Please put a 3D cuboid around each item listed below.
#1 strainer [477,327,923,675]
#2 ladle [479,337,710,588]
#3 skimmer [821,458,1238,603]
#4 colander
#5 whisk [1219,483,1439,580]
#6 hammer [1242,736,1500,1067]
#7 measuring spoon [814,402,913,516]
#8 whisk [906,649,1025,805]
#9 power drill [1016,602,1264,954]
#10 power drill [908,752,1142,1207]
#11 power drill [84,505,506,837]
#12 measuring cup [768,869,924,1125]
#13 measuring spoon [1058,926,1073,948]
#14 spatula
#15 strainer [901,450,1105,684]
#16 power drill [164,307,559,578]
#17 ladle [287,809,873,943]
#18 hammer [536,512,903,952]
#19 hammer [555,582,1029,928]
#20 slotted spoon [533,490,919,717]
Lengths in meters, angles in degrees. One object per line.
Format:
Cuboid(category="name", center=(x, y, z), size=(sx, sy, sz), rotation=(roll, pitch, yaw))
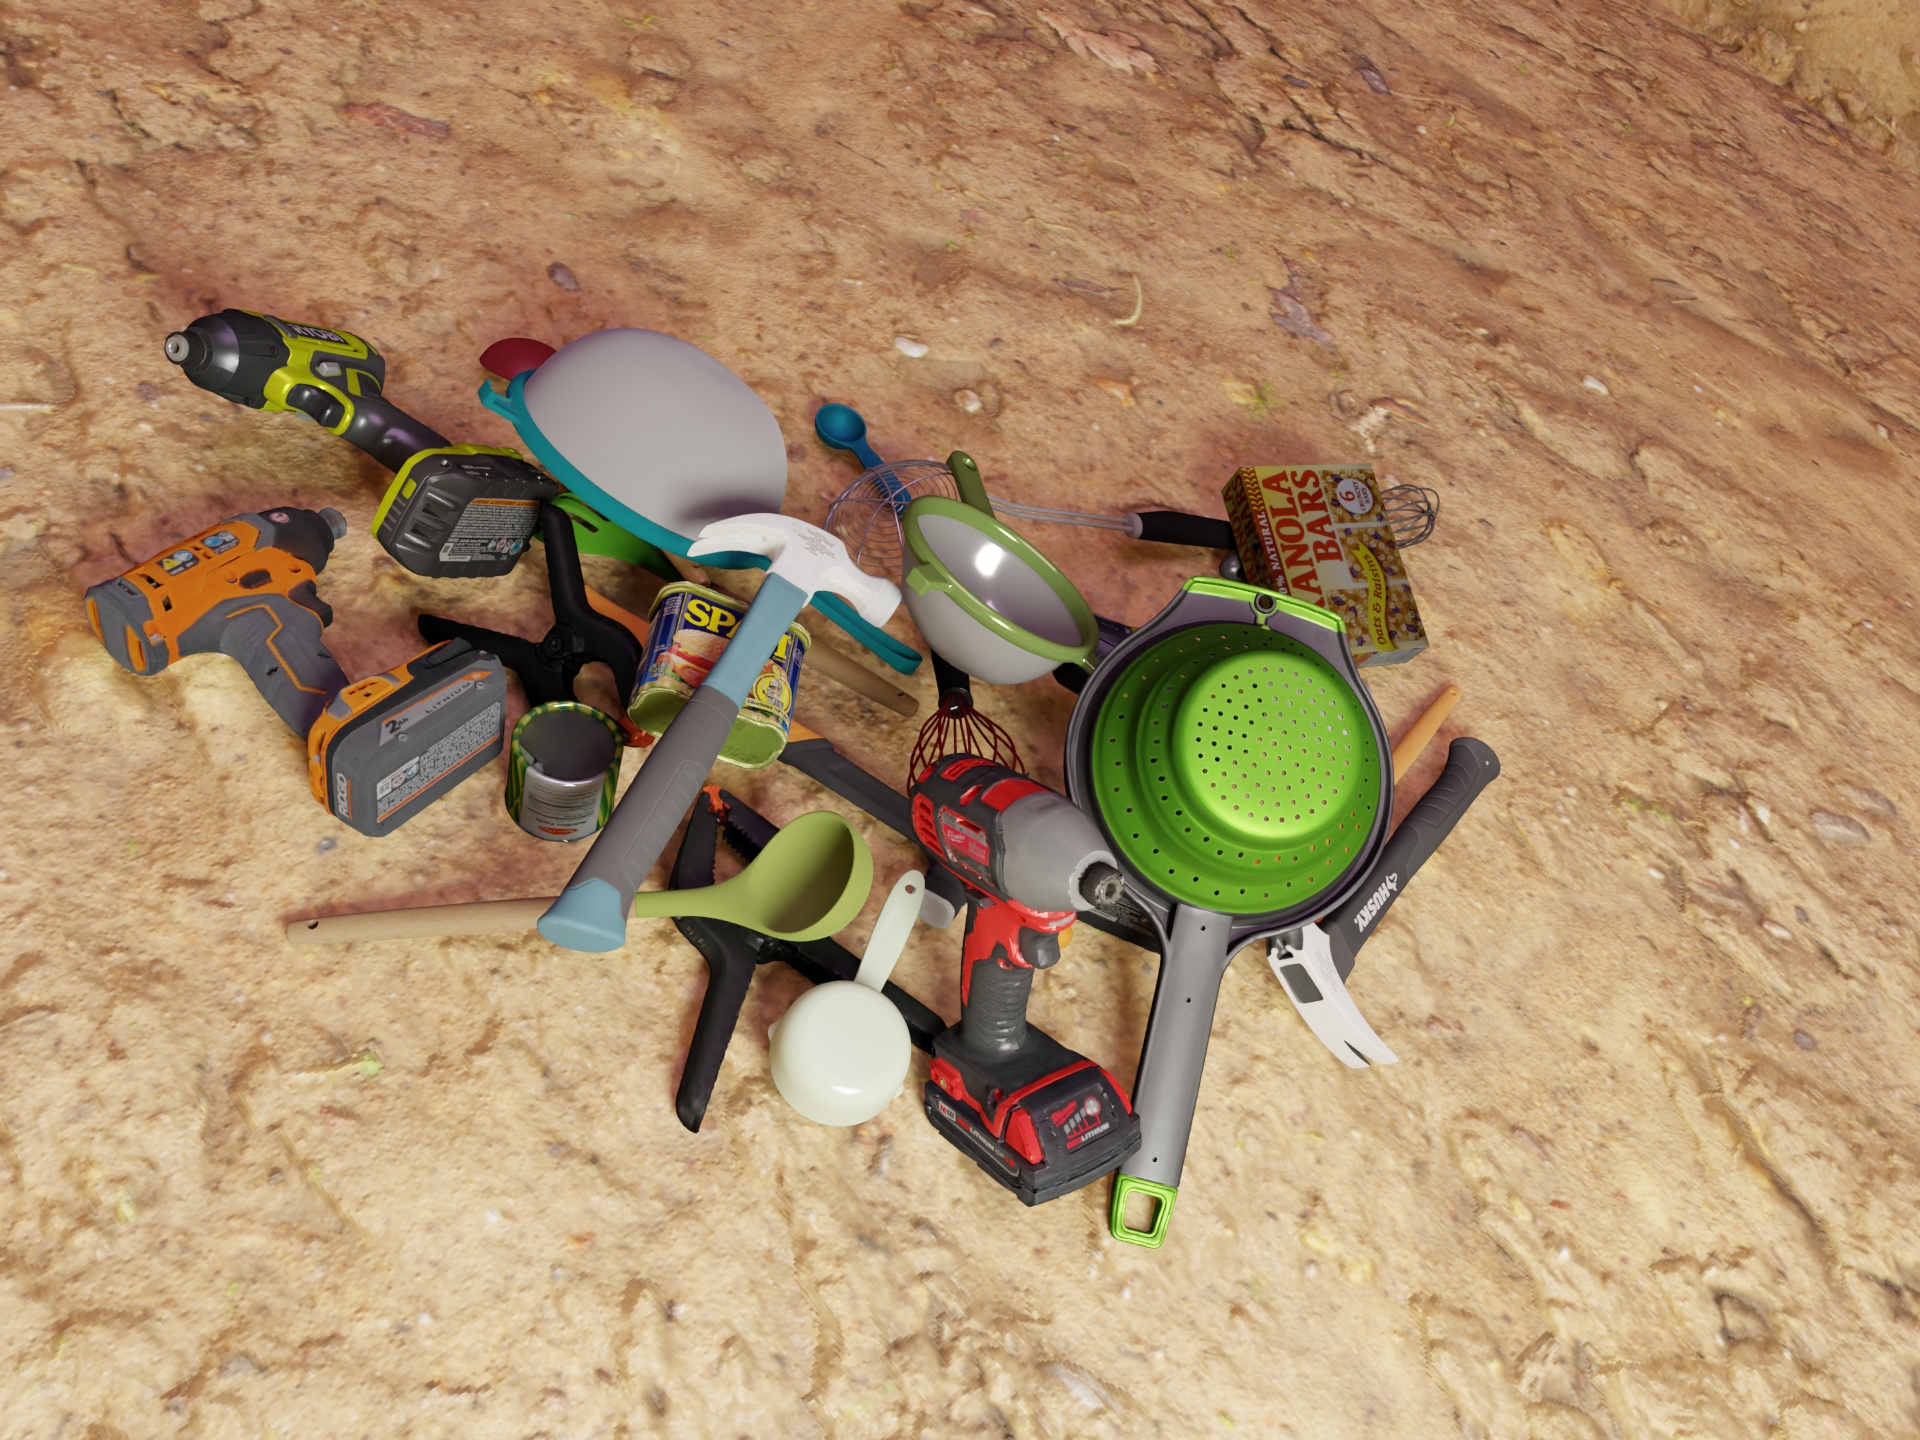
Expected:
Cuboid(category="strainer", center=(-0.145, -0.166, 1.092), size=(0.340, 0.095, 0.211), rotation=(37, 21, 0))
Cuboid(category="ladle", center=(-0.257, -0.191, 1.130), size=(0.069, 0.031, 0.316), rotation=(-10, 48, -40))
Cuboid(category="skimmer", center=(0.070, -0.138, 1.236), size=(0.363, 0.090, 0.127), rotation=(2, 52, -32))
Cuboid(category="colander", center=(0.148, 0.099, 0.902), size=(0.204, 0.094, 0.397), rotation=(15, 77, -3))
Cuboid(category="whisk", center=(0.310, -0.153, 1.326), size=(0.239, 0.055, 0.055), rotation=(-18, 59, -27))
Cuboid(category="hammer", center=(0.304, 0.100, 1.089), size=(0.335, 0.035, 0.146), rotation=(-35, 100, -46))
Cuboid(category="measuring spoon", center=(-0.072, -0.195, 1.245), size=(0.042, 0.021, 0.129), rotation=(-27, 73, -36))
Cuboid(category="whisk", center=(-0.002, -0.003, 1.022), size=(0.073, 0.073, 0.296), rotation=(13, 24, -9))
Cuboid(category="power drill", center=(0.113, 0.027, 1.061), size=(0.190, 0.080, 0.229), rotation=(24, 45, -18))
Cuboid(category="power drill", center=(0.036, 0.136, 0.845), size=(0.078, 0.219, 0.143), rotation=(-18, 26, -32))
Cuboid(category="power drill", center=(-0.382, -0.046, 0.959), size=(0.226, 0.084, 0.164), rotation=(33, 46, 14))
Cuboid(category="measuring cup", center=(-0.049, 0.146, 0.897), size=(0.083, 0.038, 0.168), rotation=(26, 55, -3))
Cuboid(category="measuring spoon", center=(0.033, 0.099, 0.998), size=(0.117, 0.011, 0.021), rotation=(48, 47, -12))
Cuboid(category="spatula", center=(0.299, 0.055, 1.161), size=(0.081, 0.041, 0.322), rotation=(38, 45, 14))
Cuboid(category="strainer", center=(0.004, -0.101, 1.060), size=(0.151, 0.069, 0.257), rotation=(27, 26, -25))
Cuboid(category="power drill", center=(-0.391, -0.187, 1.039), size=(0.223, 0.080, 0.171), rotation=(37, 15, 11))
Cuboid(category="ladle", center=(-0.208, 0.098, 0.882), size=(0.320, 0.062, 0.078), rotation=(-4, 50, -8))
Cuboid(category="hammer", center=(-0.144, -0.001, 0.914), size=(0.128, 0.033, 0.331), rotation=(34, 49, -11))
Cuboid(category="hammer", center=(-0.118, 0.002, 1.043), size=(0.337, 0.034, 0.127), rotation=(31, 48, 8))
Cuboid(category="slotted spoon", center=(-0.162, -0.083, 1.083), size=(0.314, 0.031, 0.070), rotation=(30, 42, 12))
